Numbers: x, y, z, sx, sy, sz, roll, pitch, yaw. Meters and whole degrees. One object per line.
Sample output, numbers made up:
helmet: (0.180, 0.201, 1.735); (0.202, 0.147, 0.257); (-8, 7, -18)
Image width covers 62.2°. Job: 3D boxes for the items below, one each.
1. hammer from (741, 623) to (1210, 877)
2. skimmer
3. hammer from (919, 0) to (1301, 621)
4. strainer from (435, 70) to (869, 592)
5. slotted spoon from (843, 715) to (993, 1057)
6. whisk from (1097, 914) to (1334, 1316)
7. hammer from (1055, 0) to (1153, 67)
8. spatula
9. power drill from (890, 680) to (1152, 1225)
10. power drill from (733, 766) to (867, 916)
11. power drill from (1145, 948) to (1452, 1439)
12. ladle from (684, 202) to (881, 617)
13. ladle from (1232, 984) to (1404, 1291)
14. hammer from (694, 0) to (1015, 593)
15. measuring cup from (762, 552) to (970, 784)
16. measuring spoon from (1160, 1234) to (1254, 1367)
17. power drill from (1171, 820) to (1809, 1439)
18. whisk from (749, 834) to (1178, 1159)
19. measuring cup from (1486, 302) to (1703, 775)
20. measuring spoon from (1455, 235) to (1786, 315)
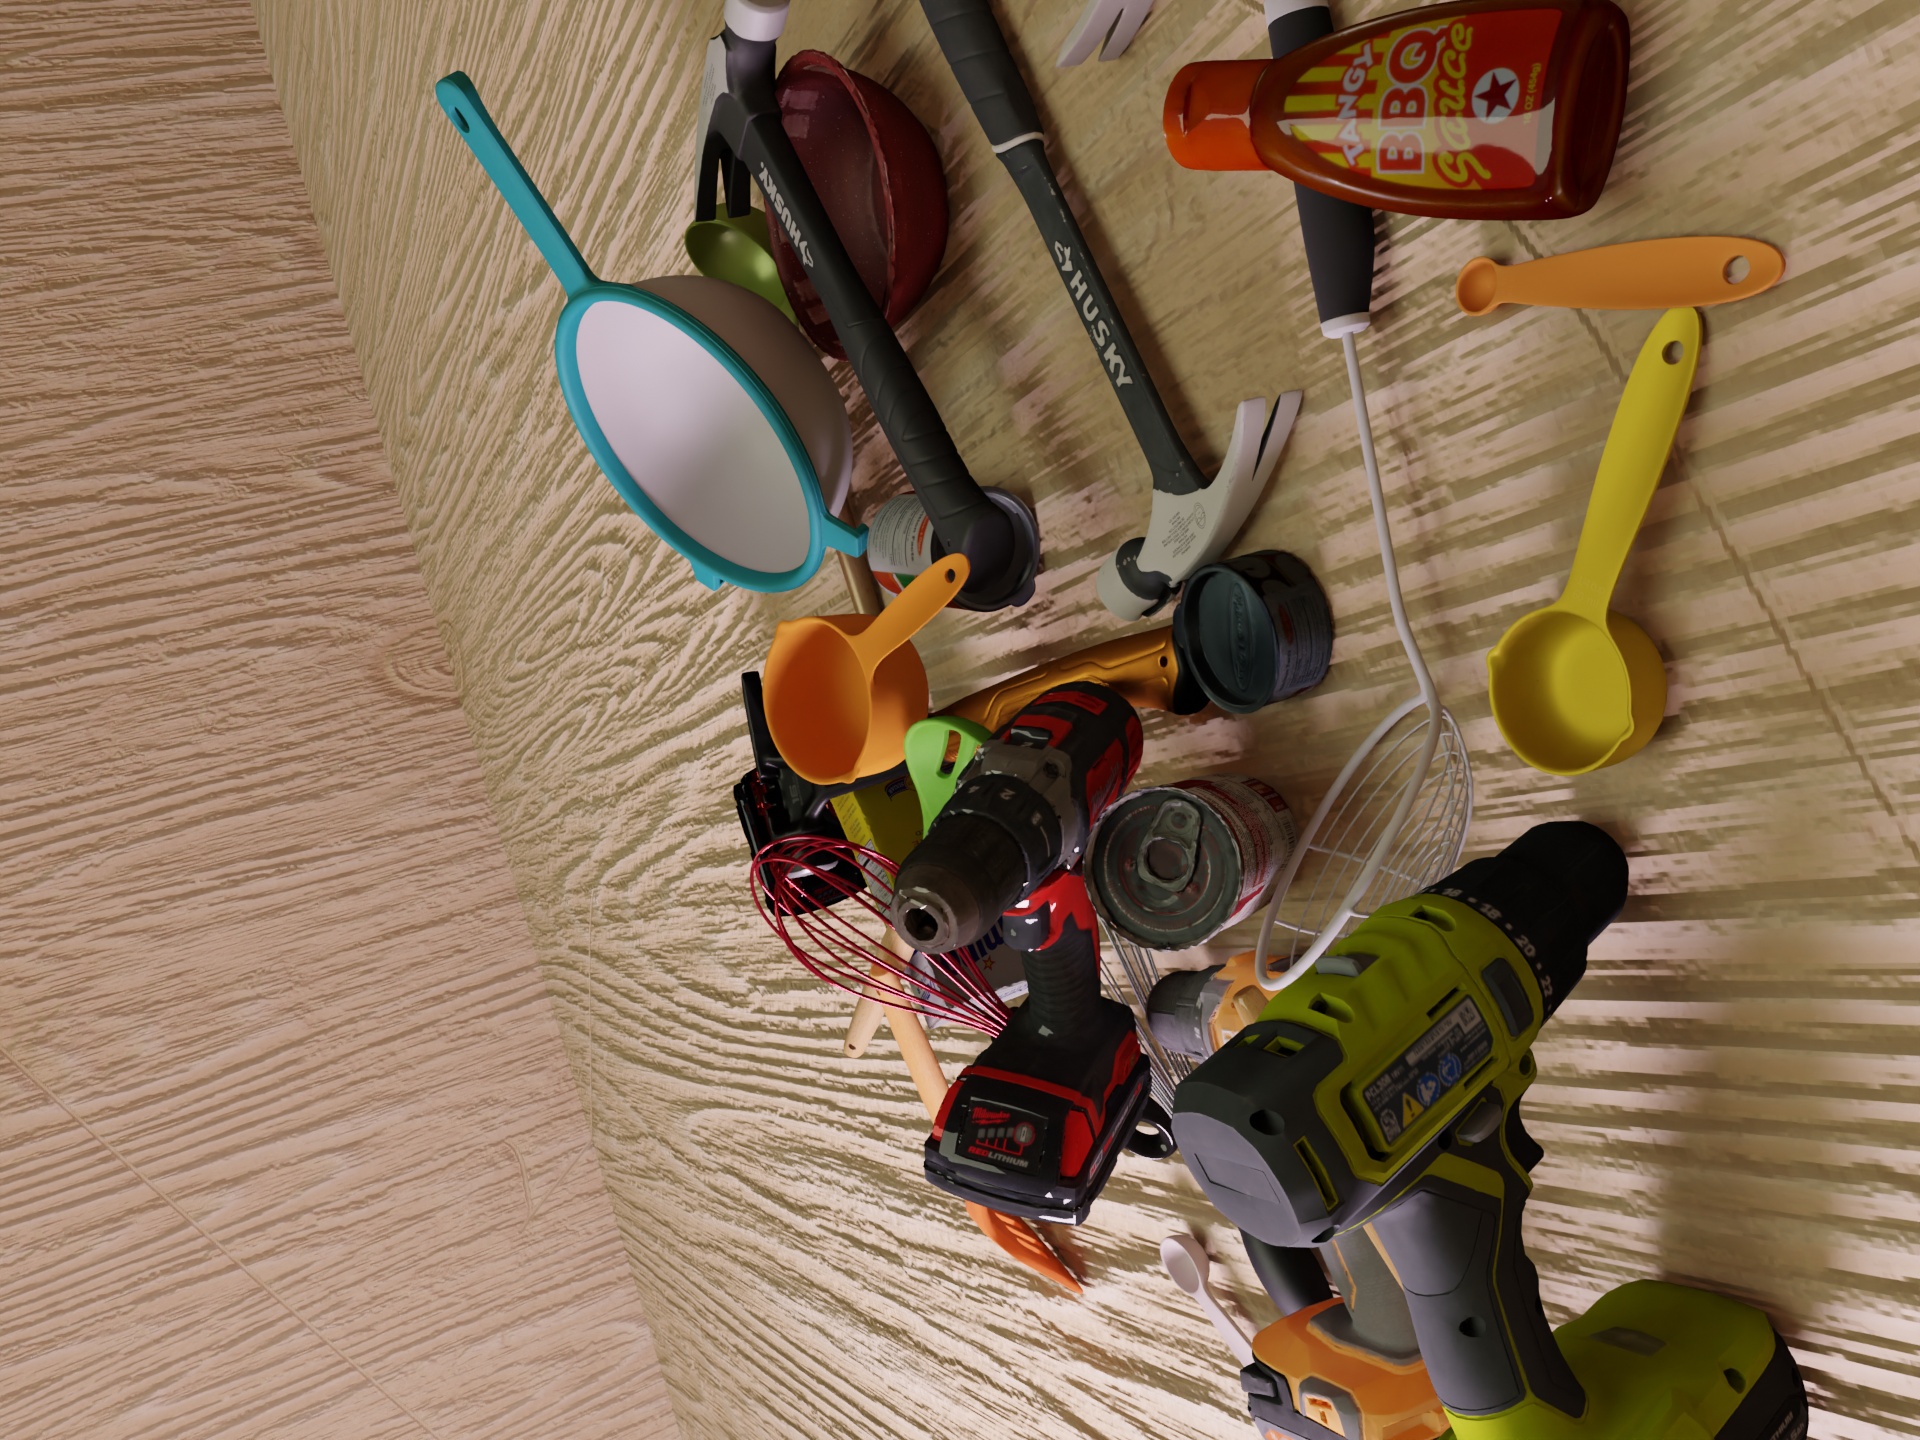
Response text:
hammer: (-0.001, -0.003, 0.843); (0.337, 0.034, 0.127); (-18, 83, 45)
skimmer: (0.126, -0.082, 0.596); (0.127, 0.090, 0.363); (-51, -50, -81)
hammer: (0.035, -0.256, 0.738); (0.409, 0.036, 0.149); (67, 152, 13)
strainer: (-0.170, -0.237, 0.937); (0.211, 0.095, 0.340); (-5, 124, 54)
slotted spoon: (-0.027, 0.101, 0.874); (0.070, 0.031, 0.313); (33, 137, 11)
whisk: (0.110, 0.189, 0.831); (0.285, 0.070, 0.070); (59, 151, 19)
hammer: (-0.017, -0.469, 0.714); (0.411, 0.038, 0.146); (59, 152, 28)
spatula: (0.005, 0.253, 0.977); (0.081, 0.041, 0.322); (38, 154, 48)
power drill: (0.027, 0.113, 0.707); (0.080, 0.188, 0.226); (9, 117, 23)
power drill: (-0.075, 0.076, 1.107); (0.219, 0.078, 0.143); (-20, 88, 61)
power drill: (0.157, 0.216, 0.726); (0.185, 0.084, 0.226); (-14, 89, 67)
ladle: (-0.104, -0.178, 1.034); (0.078, 0.062, 0.320); (-8, 100, 57)
ladle: (0.194, 0.238, 0.620); (0.069, 0.031, 0.315); (-31, 91, 49)
hammer: (-0.059, -0.210, 0.819); (0.335, 0.035, 0.146); (63, 152, 18)
measuring cup: (-0.033, -0.034, 0.809); (0.173, 0.052, 0.095); (-40, 69, 39)
measuring spoon: (0.155, 0.334, 0.875); (0.124, 0.018, 0.034); (50, 146, 27)
power drill: (0.192, 0.162, 0.537); (0.228, 0.190, 0.080); (62, 154, -9)
whisk: (0.009, 0.151, 0.843); (0.295, 0.073, 0.073); (39, 161, -18)
measuring cup: (0.217, -0.056, 0.516); (0.062, 0.029, 0.156); (39, 126, 49)
measuring spoon: (0.205, -0.139, 0.501); (0.117, 0.011, 0.021); (18, 108, 56)
